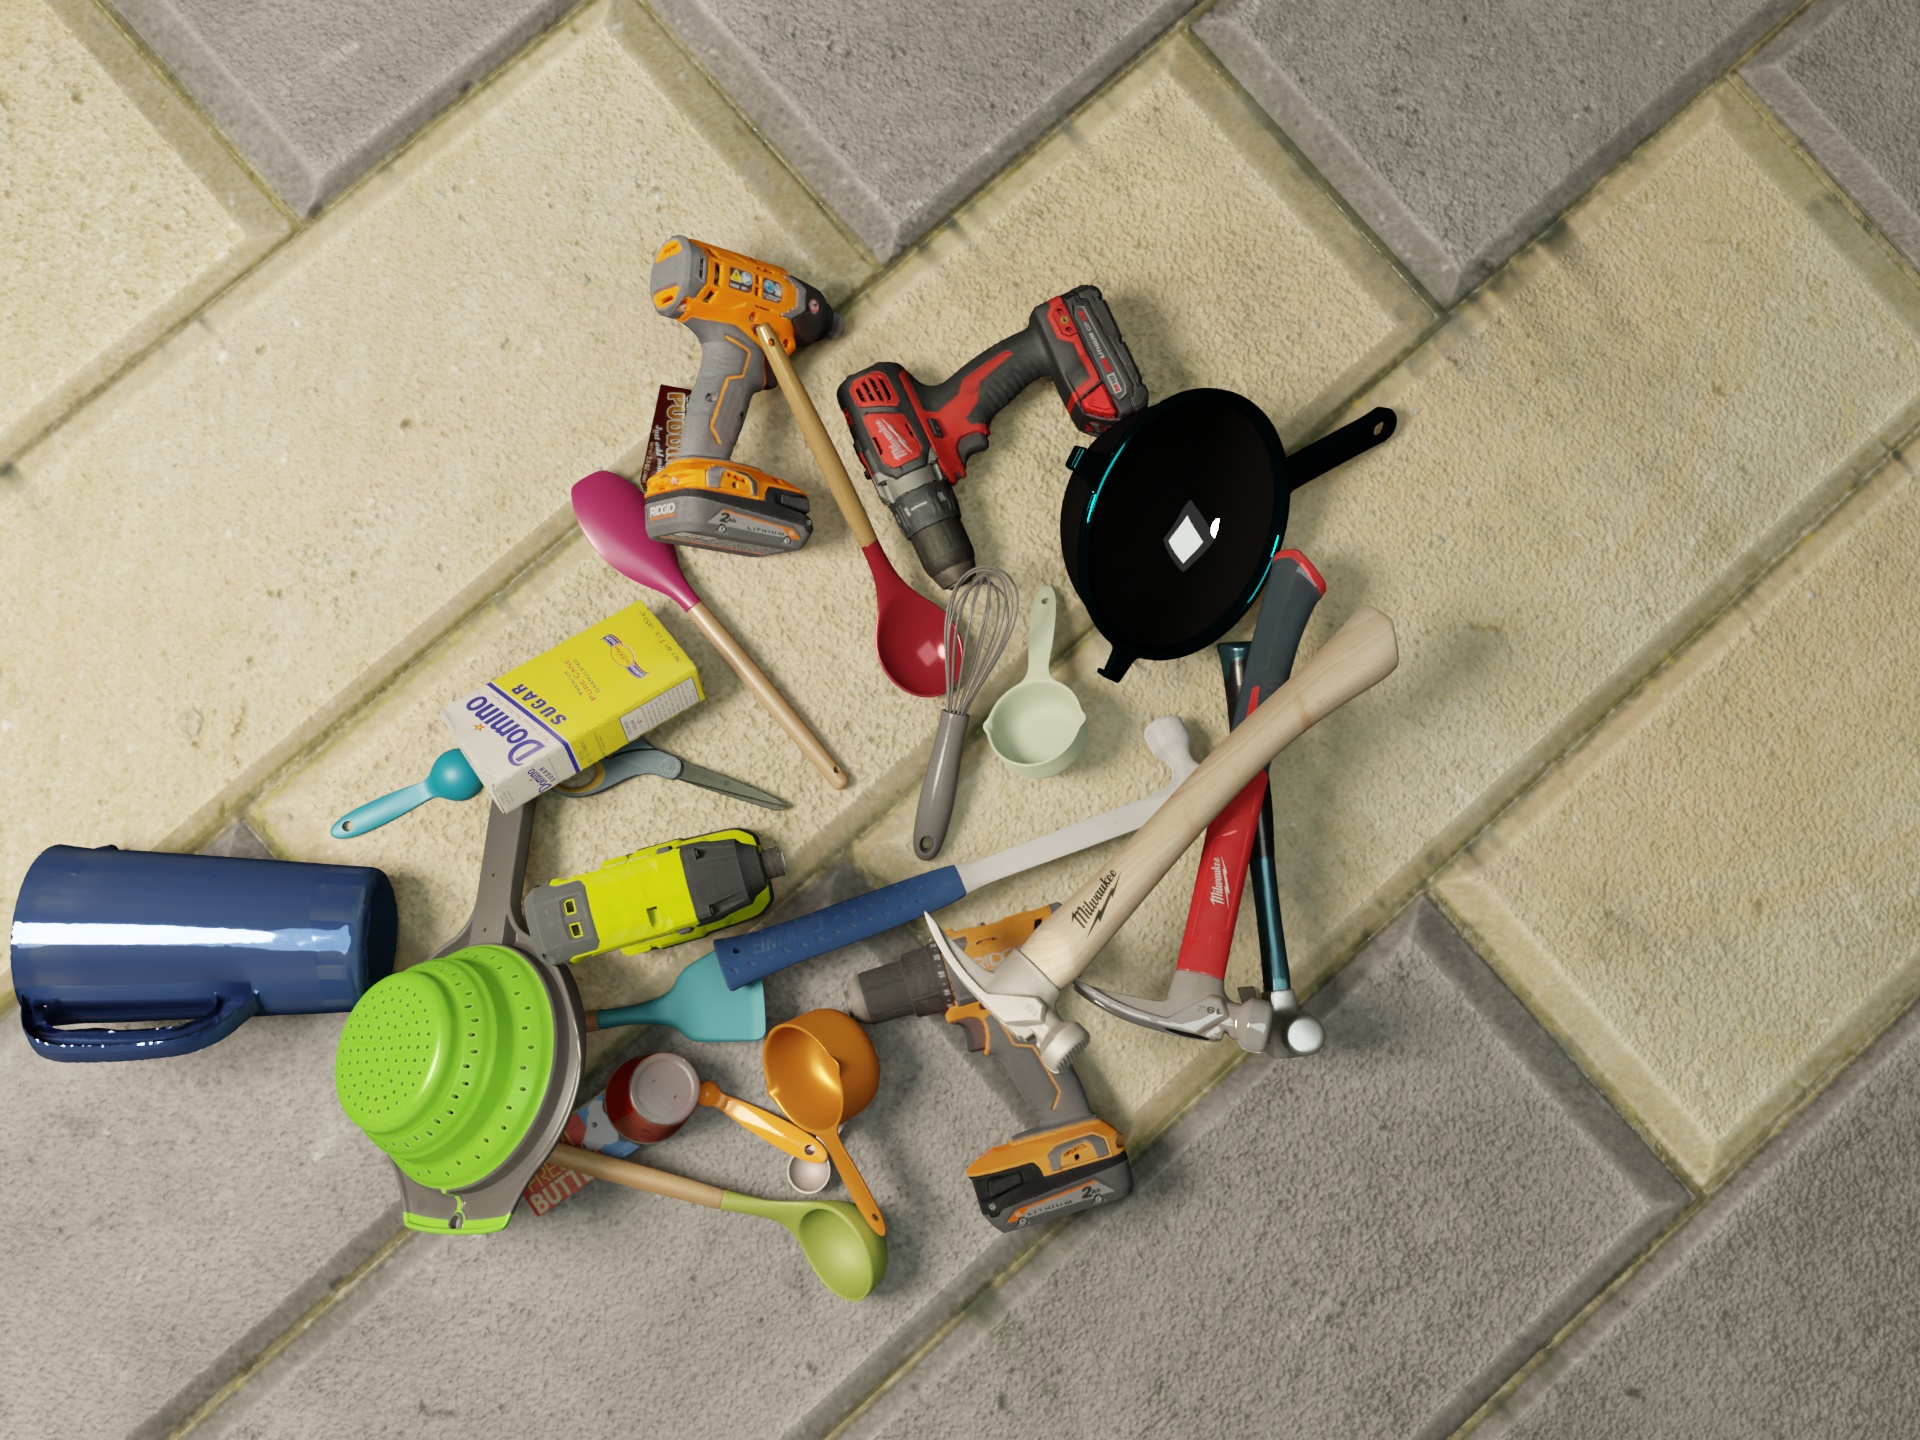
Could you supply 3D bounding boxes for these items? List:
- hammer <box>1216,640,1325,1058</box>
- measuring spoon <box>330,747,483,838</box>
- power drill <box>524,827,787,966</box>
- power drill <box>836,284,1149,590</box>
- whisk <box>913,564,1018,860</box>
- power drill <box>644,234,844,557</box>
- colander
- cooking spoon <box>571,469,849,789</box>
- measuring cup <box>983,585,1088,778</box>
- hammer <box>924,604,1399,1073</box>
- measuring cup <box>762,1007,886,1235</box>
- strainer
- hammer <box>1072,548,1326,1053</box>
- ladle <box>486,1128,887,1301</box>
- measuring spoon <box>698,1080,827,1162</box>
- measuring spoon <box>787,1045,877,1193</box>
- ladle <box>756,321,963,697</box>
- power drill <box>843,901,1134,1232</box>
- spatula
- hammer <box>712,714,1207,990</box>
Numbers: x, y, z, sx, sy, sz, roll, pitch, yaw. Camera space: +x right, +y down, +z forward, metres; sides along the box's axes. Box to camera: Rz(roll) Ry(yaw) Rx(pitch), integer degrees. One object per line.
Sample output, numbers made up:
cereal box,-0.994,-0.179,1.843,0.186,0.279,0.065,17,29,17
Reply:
hammer,0.233,0.094,1.236,0.033,0.128,0.331,-3,76,-4
measuring spoon,-0.434,0.061,1.242,0.128,0.021,0.042,-26,87,-6
power drill,-0.204,0.123,1.148,0.171,0.223,0.080,-15,87,-4
power drill,0.034,-0.225,1.265,0.226,0.080,0.188,-24,87,-2
whisk,-0.001,-0.004,1.246,0.055,0.055,0.239,13,98,-2
power drill,-0.163,-0.246,1.237,0.164,0.084,0.226,6,85,-41
colander,-0.369,0.164,1.158,0.204,0.094,0.397,-9,67,29
cooking spoon,-0.194,-0.070,1.259,0.319,0.017,0.069,50,52,-2
measuring cup,0.067,-0.030,1.260,0.083,0.038,0.168,-5,58,19
hammer,0.160,0.059,1.152,0.410,0.038,0.146,-44,68,-10
measuring cup,-0.083,0.300,1.204,0.052,0.095,0.174,-22,83,-46
strainer,0.200,-0.187,1.260,0.340,0.095,0.210,-29,125,-26
hammer,0.196,0.044,1.192,0.143,0.038,0.386,12,70,11
ladle,-0.208,0.363,1.197,0.320,0.062,0.078,18,124,-6
measuring spoon,-0.155,0.312,1.232,0.117,0.011,0.021,26,81,9
measuring spoon,-0.096,0.311,1.245,0.034,0.018,0.124,25,78,13
ladle,-0.083,-0.160,1.233,0.069,0.031,0.315,-30,107,-12
power drill,0.023,0.269,1.221,0.185,0.084,0.226,-15,82,-4
spatula,-0.307,0.231,1.225,0.317,0.044,0.082,-9,73,-2
hammer,0.012,0.123,1.216,0.405,0.035,0.144,-20,61,-7
